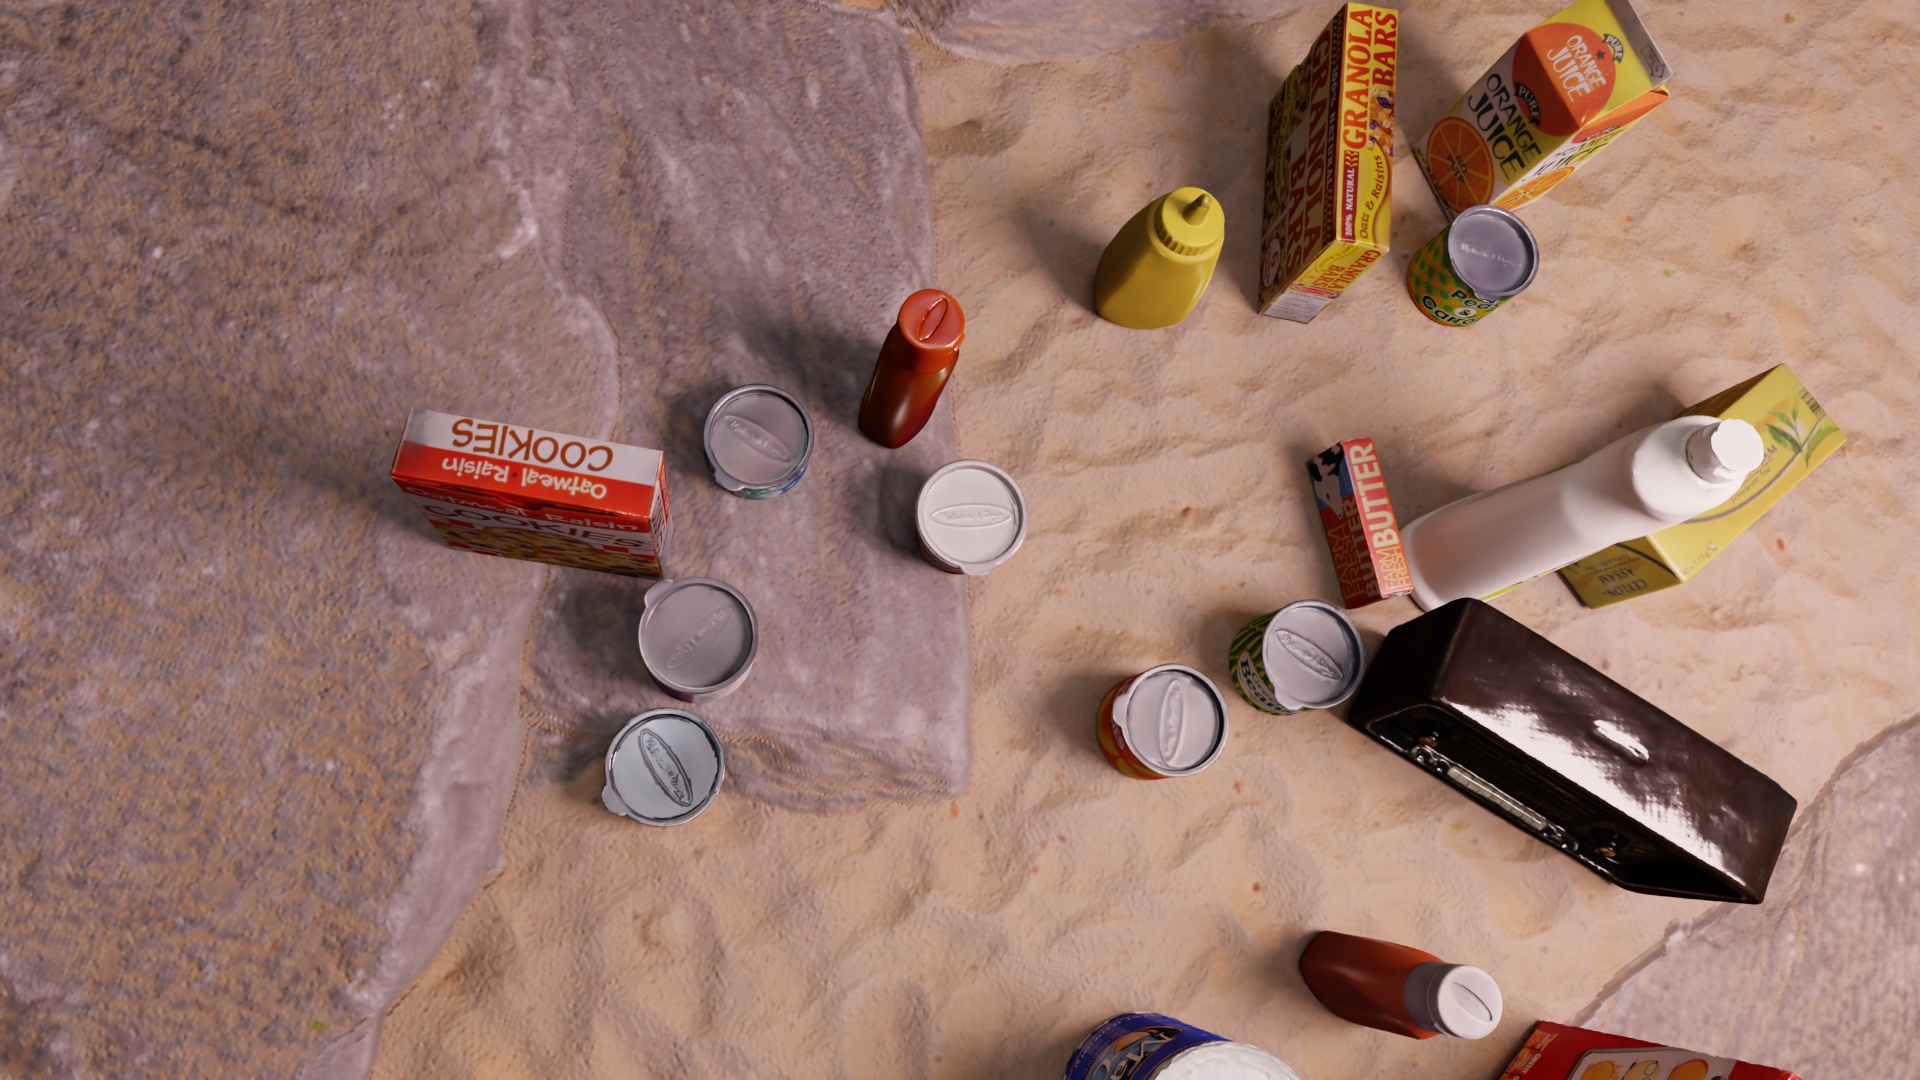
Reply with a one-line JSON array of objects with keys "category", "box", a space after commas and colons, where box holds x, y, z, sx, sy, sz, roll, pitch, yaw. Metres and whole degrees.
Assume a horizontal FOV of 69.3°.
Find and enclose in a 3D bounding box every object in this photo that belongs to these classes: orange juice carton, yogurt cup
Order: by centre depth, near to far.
[{"category": "yogurt cup", "box": [0.003, -0.011, 0.843, 0.072, 0.054, 0.072, 2, 77, -10]}, {"category": "orange juice carton", "box": [0.382, -0.281, 0.901, 0.073, 0.192, 0.072, -22, 82, -14]}]

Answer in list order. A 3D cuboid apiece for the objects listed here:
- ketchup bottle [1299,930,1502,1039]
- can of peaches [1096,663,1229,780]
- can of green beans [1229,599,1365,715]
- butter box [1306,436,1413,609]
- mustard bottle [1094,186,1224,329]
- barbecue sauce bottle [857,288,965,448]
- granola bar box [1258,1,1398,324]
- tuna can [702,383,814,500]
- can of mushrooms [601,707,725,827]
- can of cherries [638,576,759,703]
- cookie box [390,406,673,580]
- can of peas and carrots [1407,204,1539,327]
[{"category": "ketchup bottle", "box": [0.246, 0.251, 0.776, 0.065, 0.148, 0.043, 40, 74, 0]}, {"category": "can of peaches", "box": [0.118, 0.109, 0.833, 0.071, 0.058, 0.071, 2, 77, -10]}, {"category": "can of green beans", "box": [0.207, 0.074, 0.858, 0.071, 0.057, 0.071, 2, 77, -10]}, {"category": "butter box", "box": [0.255, -0.010, 0.888, 0.024, 0.053, 0.103, -10, 79, -12]}, {"category": "mustard bottle", "box": [0.128, -0.177, 0.848, 0.065, 0.160, 0.049, 8, 76, -8]}, {"category": "barbecue sauce bottle", "box": [-0.027, -0.102, 0.809, 0.044, 0.148, 0.065, 30, 74, -2]}, {"category": "granola bar box", "box": [0.236, -0.241, 0.902, 0.039, 0.124, 0.166, 8, 76, -8]}, {"category": "tuna can", "box": [-0.124, -0.057, 0.842, 0.071, 0.032, 0.071, 2, 77, -10]}, {"category": "can of mushrooms", "box": [-0.170, 0.131, 0.790, 0.071, 0.033, 0.071, 2, 77, -10]}, {"category": "can of cherries", "box": [-0.151, 0.056, 0.797, 0.071, 0.058, 0.071, 2, 77, -10]}, {"category": "cookie box", "box": [-0.221, -0.019, 0.745, 0.123, 0.167, 0.040, 9, 76, -8]}, {"category": "can of peas and carrots", "box": [0.346, -0.183, 0.942, 0.071, 0.058, 0.071, 2, 77, -10]}]
